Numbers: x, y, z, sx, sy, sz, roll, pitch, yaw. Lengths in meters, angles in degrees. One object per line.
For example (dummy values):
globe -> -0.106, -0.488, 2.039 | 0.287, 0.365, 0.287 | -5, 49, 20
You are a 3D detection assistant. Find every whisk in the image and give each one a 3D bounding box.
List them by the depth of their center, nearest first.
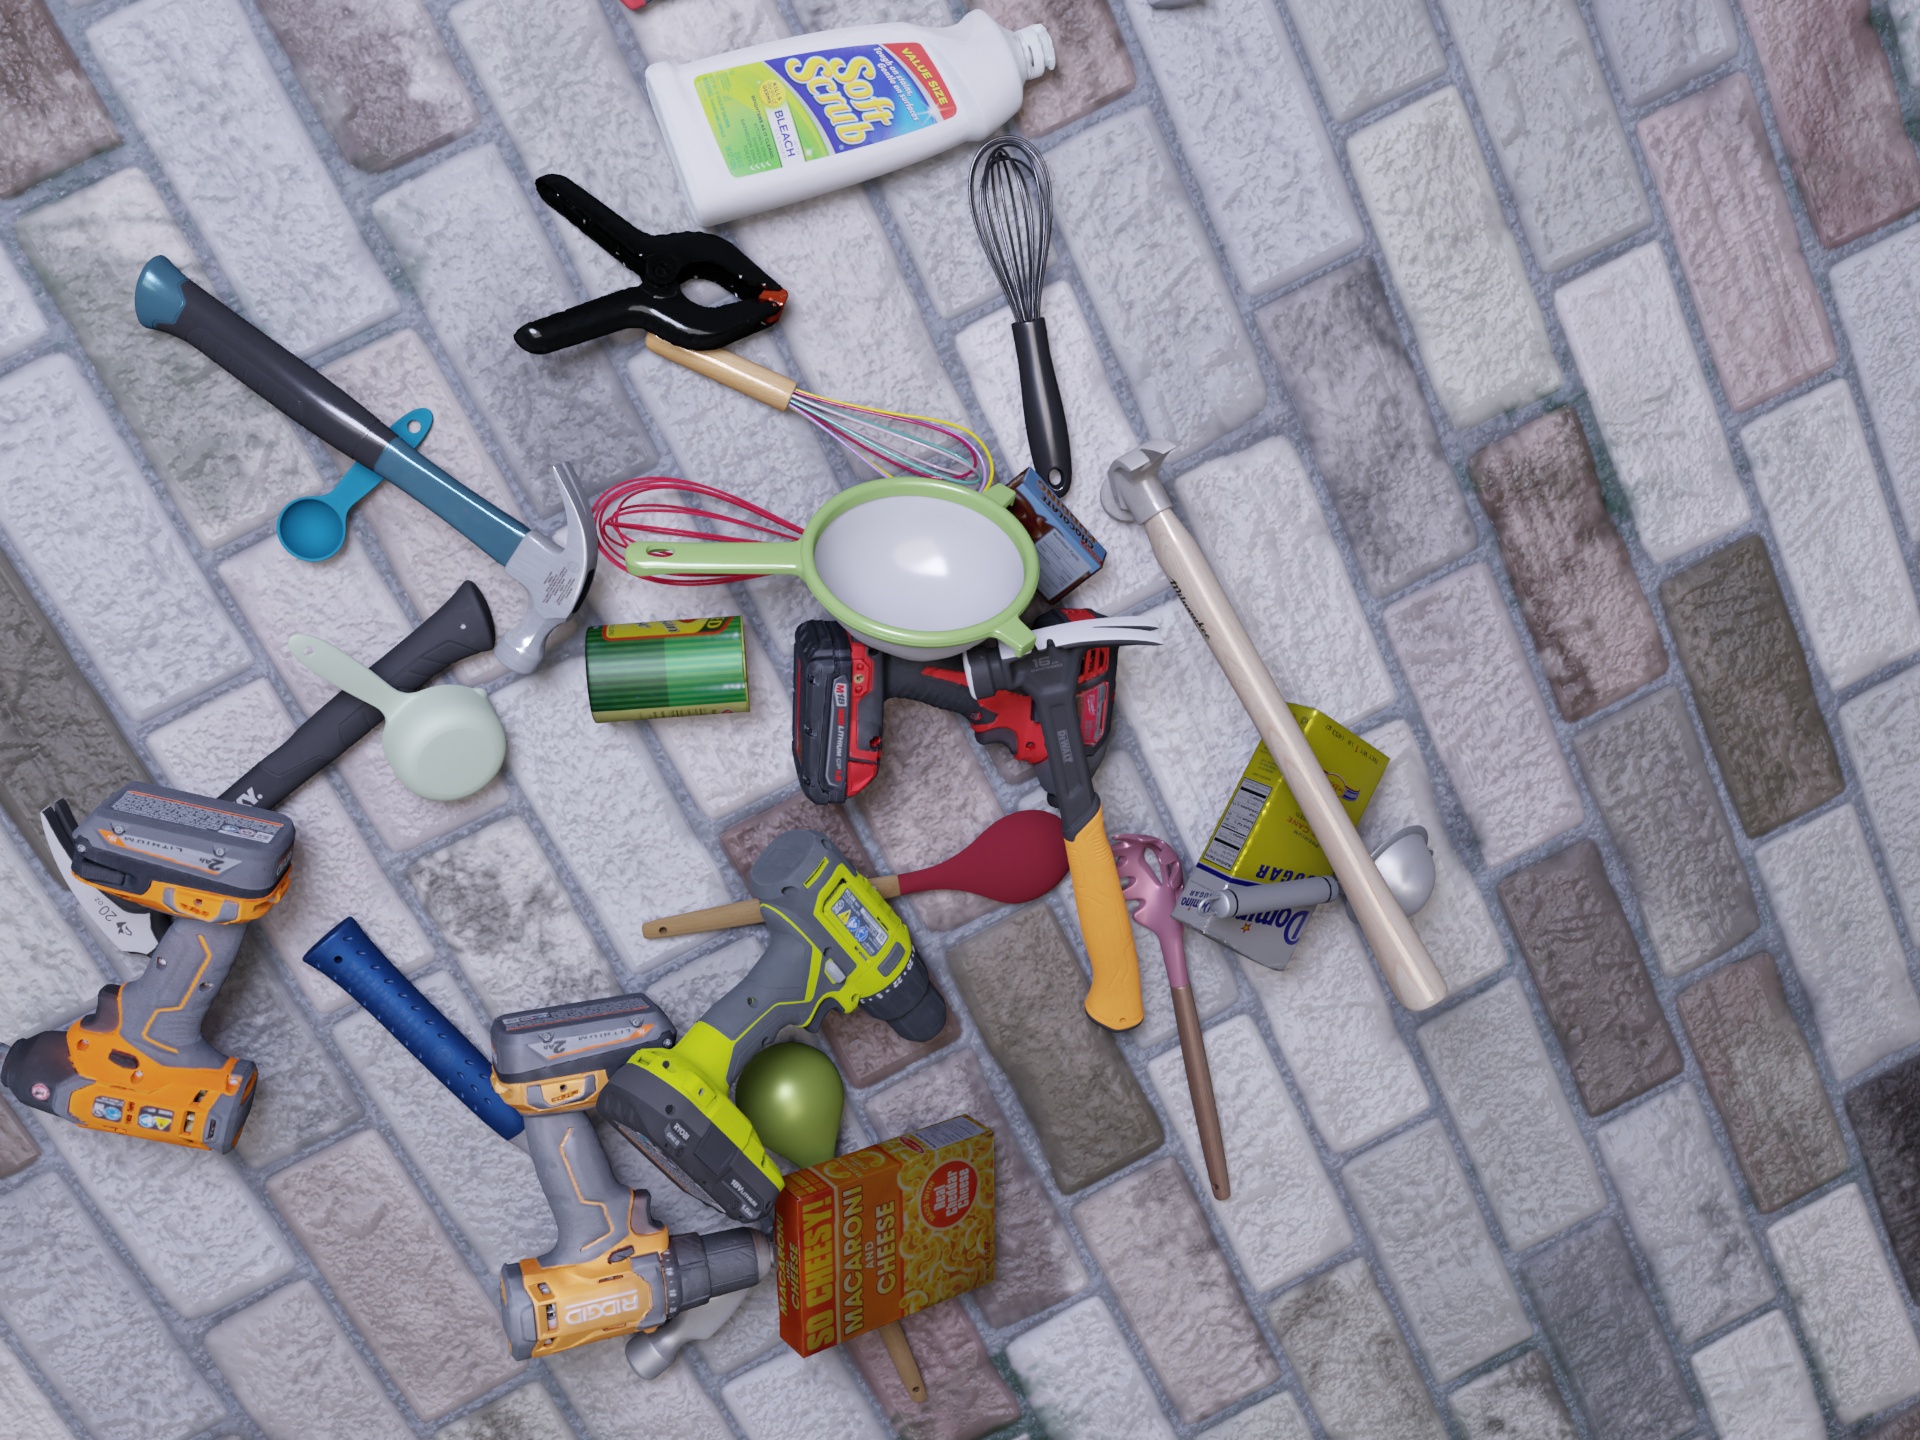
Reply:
whisk -> -0.090, -0.209, 1.054 | 0.245, 0.051, 0.047 | 23, 132, -7
whisk -> 0.048, -0.266, 1.062 | 0.055, 0.055, 0.238 | -12, 108, -6
whisk -> -0.099, -0.113, 1.066 | 0.295, 0.073, 0.073 | 7, 101, -16

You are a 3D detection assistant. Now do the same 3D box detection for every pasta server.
pasta server -> 0.164, 0.223, 1.184 | 0.040, 0.060, 0.316 | -29, 112, -44

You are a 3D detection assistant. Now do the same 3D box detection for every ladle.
ladle -> -0.070, 0.120, 1.134 | 0.315, 0.031, 0.069 | -10, 104, -4
ladle -> -0.084, 0.379, 1.185 | 0.078, 0.062, 0.320 | -23, 111, -11

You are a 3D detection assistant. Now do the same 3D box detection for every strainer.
strainer -> -0.080, -0.083, 1.007 | 0.256, 0.152, 0.069 | 0, 138, -7
strainer -> 0.262, 0.120, 1.114 | 0.258, 0.050, 0.086 | -3, 122, -35

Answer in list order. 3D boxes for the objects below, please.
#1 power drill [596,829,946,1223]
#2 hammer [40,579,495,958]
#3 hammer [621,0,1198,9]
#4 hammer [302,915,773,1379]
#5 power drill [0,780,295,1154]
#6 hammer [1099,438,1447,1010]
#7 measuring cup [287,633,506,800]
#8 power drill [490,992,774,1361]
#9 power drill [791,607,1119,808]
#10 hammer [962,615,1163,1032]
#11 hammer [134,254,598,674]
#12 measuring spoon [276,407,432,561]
power drill -> -0.114, 0.213, 1.066 | 0.228, 0.080, 0.190 | -52, 124, -26
hammer -> -0.445, 0.023, 1.053 | 0.335, 0.035, 0.146 | -40, 105, 1
hammer -> -0.039, -0.511, 0.998 | 0.386, 0.038, 0.143 | -8, 102, -7
hammer -> -0.300, 0.293, 1.131 | 0.144, 0.035, 0.405 | -40, 104, 2
power drill -> -0.524, 0.160, 1.013 | 0.164, 0.084, 0.226 | 14, 104, -12
hammer -> 0.208, 0.005, 1.037 | 0.038, 0.146, 0.410 | -29, 90, -1
measuring cup -> -0.359, -0.003, 1.015 | 0.083, 0.038, 0.167 | -45, 139, 0
power drill -> -0.226, 0.306, 1.087 | 0.185, 0.084, 0.226 | -6, 94, -22
power drill -> -0.002, -0.003, 1.089 | 0.219, 0.079, 0.143 | -2, 113, -12
hammer -> 0.095, 0.083, 1.093 | 0.127, 0.034, 0.336 | -12, 122, 3
hammer -> -0.373, -0.174, 0.999 | 0.331, 0.033, 0.128 | 36, 103, -5
measuring spoon -> -0.391, -0.156, 1.036 | 0.042, 0.021, 0.128 | 44, 84, -15
